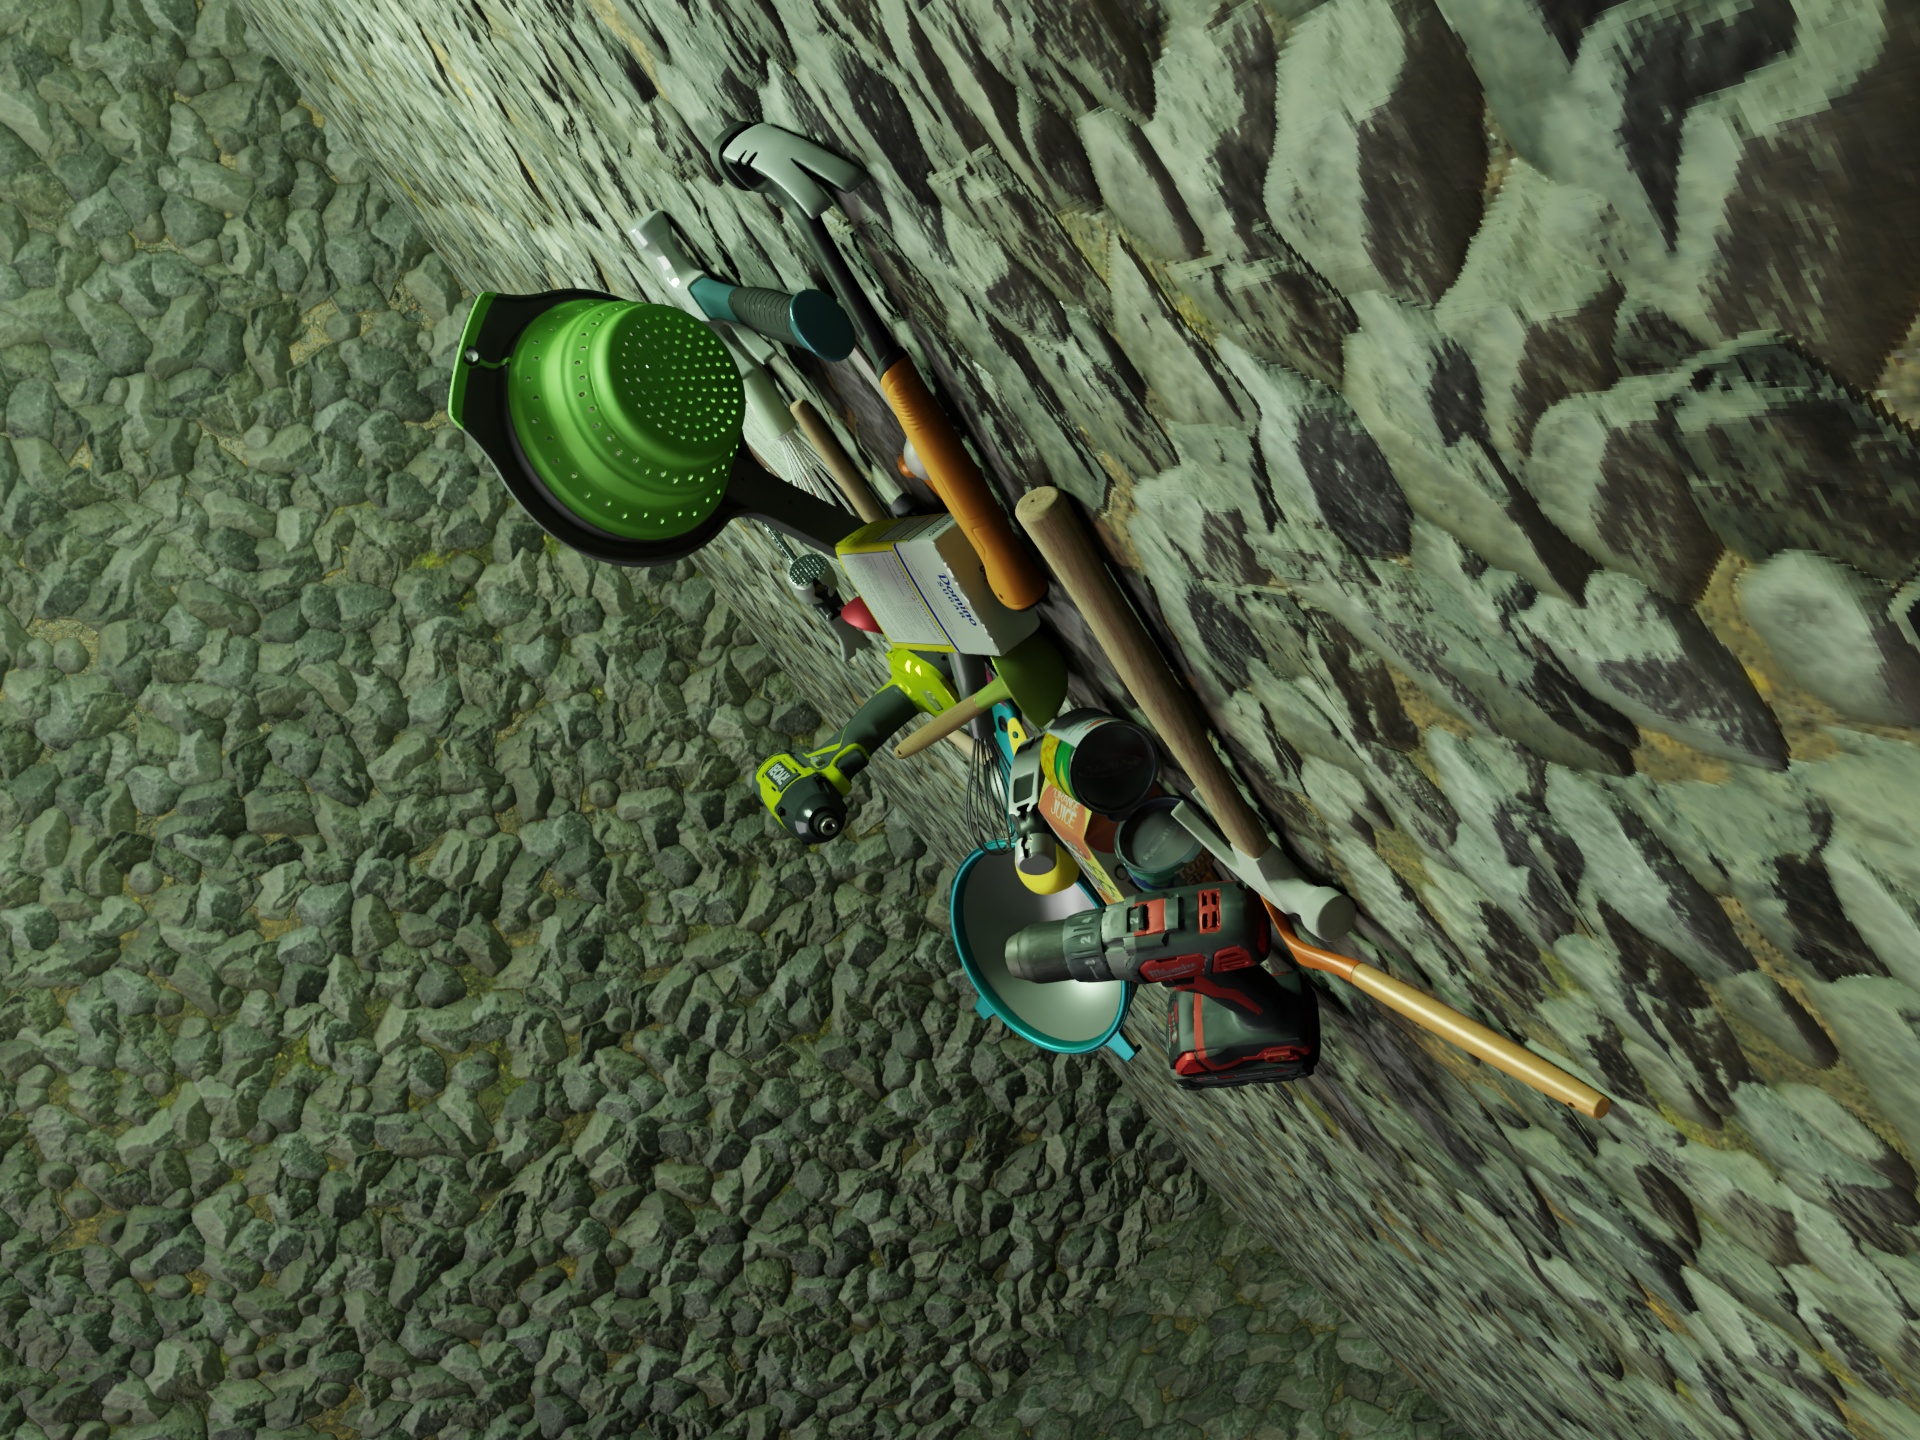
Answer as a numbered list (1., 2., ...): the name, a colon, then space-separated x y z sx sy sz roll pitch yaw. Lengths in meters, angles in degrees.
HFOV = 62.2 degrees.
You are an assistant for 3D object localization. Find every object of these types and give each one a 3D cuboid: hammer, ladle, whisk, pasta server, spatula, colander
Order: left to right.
1. hammer: -0.196 -0.208 1.422 0.409 0.036 0.149 53 176 34
2. colander: -0.153 -0.187 1.124 0.396 0.205 0.094 24 151 -36
3. hammer: -0.140 -0.275 1.058 0.128 0.033 0.331 54 172 -28
4. whisk: -0.138 -0.225 1.274 0.246 0.059 0.058 57 -163 -25
5. ladle: -0.060 -0.097 1.344 0.069 0.031 0.315 7 -174 -2
6. hammer: -0.023 -0.179 0.898 0.127 0.034 0.336 42 170 48
7. ladle: -0.002 -0.004 1.230 0.078 0.062 0.320 60 154 1
8. whisk: 0.015 0.008 1.308 0.055 0.055 0.238 35 142 59
9. pasta server: 0.033 0.053 1.672 0.060 0.040 0.316 17 -173 -23
10. hammer: 0.141 0.140 1.365 0.334 0.035 0.146 45 -149 -39
11. hammer: 0.123 -0.004 0.938 0.331 0.031 0.130 54 170 -30
12. spatula: 0.265 0.156 0.965 0.081 0.041 0.323 55 166 -29

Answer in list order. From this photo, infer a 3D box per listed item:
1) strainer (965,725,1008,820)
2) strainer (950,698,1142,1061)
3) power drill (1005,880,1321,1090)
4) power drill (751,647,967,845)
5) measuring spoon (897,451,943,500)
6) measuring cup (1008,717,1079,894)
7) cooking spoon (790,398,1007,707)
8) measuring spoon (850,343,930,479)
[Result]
1. strainer: 0.022 0.012 1.531 0.259 0.087 0.050 52 129 19
2. strainer: 0.087 0.132 1.451 0.211 0.095 0.340 7 112 44
3. power drill: 0.154 0.193 1.161 0.226 0.188 0.080 50 -144 -48
4. power drill: -0.079 0.020 1.450 0.080 0.223 0.171 52 172 -22
5. measuring spoon: -0.004 -0.138 1.065 0.117 0.011 0.021 47 172 17
6. measuring cup: 0.059 0.075 1.363 0.062 0.029 0.156 -11 98 46
7. cooking spoon: -0.045 -0.129 1.294 0.318 0.017 0.069 55 -179 -28
8. measuring spoon: -0.051 -0.200 1.003 0.124 0.018 0.034 53 171 -19
